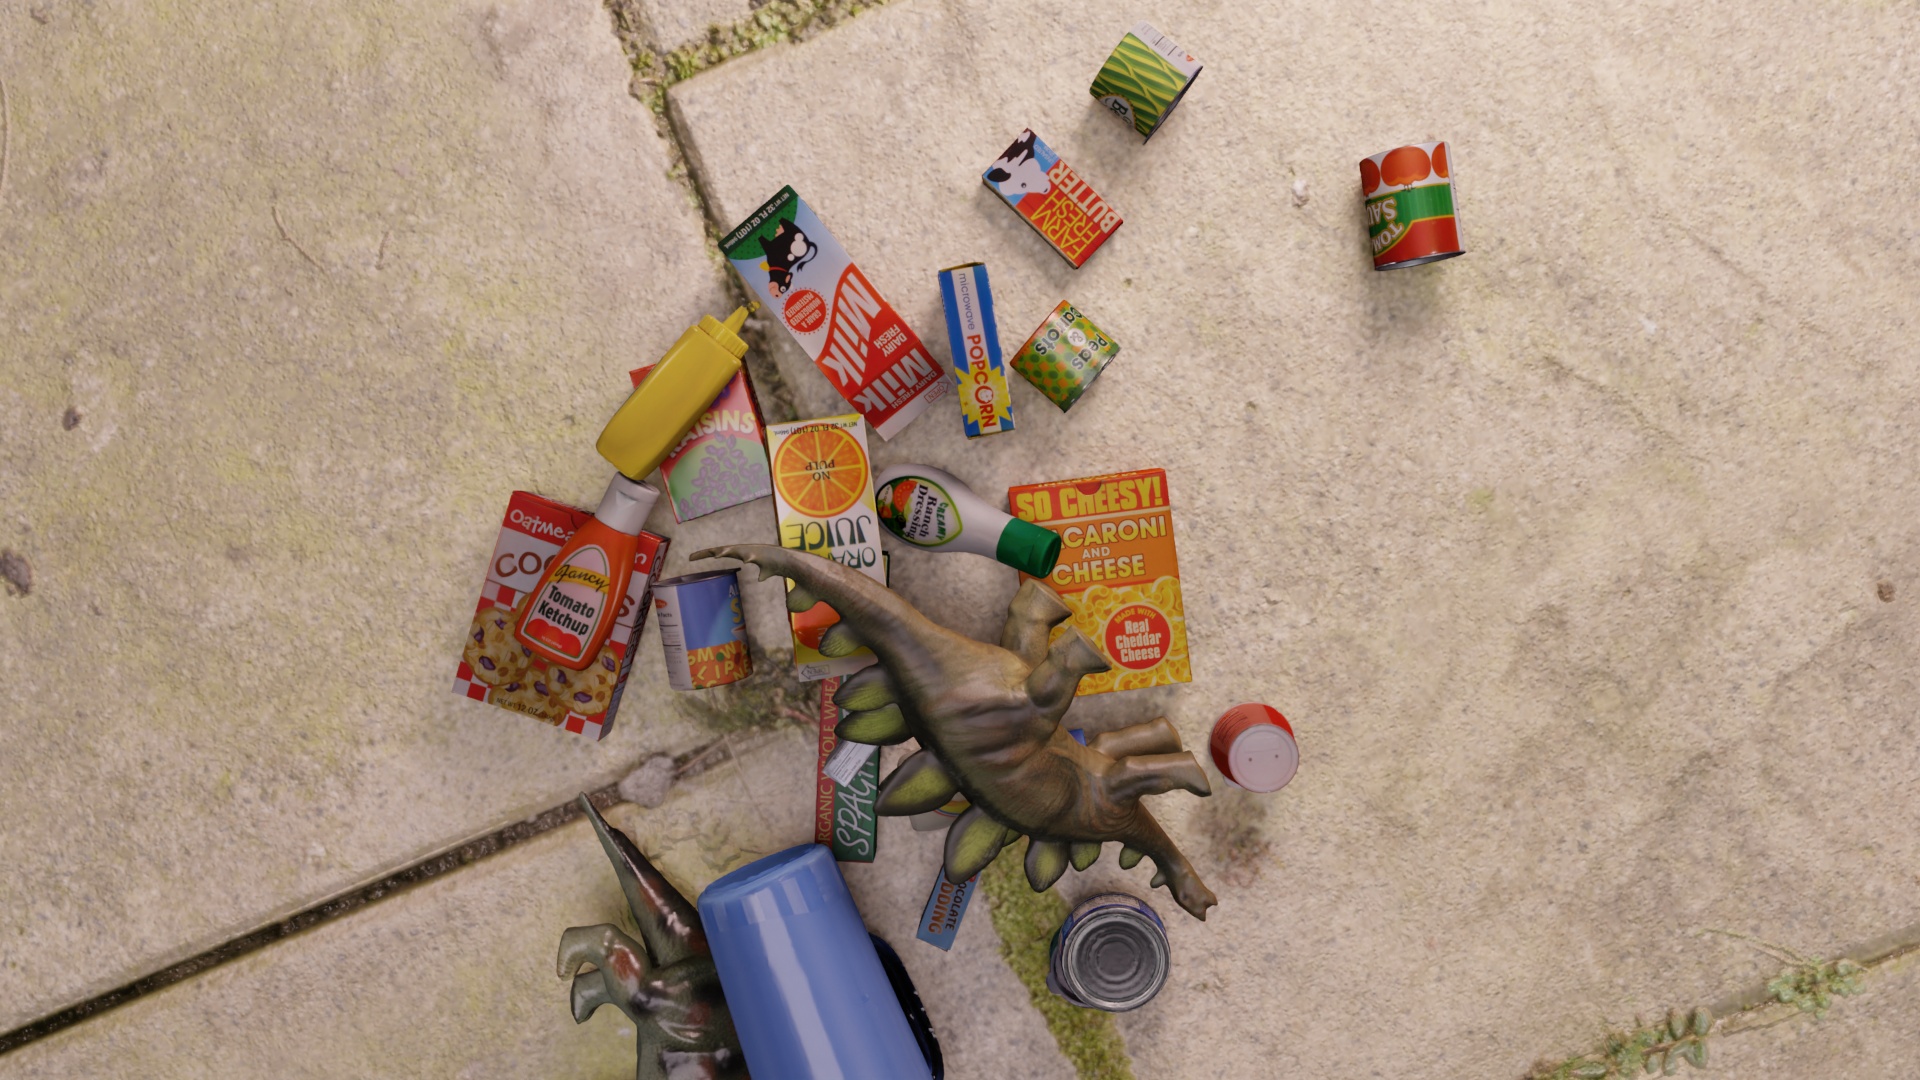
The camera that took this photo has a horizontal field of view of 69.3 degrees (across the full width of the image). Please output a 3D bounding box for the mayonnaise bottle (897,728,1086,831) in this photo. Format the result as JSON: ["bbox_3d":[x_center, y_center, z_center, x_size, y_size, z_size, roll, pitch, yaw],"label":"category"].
[{"bbox_3d":[0.028,0.182,1.092,0.148,0.041,0.064,-14,94,2],"label":"mayonnaise bottle"}]

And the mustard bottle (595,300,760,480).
[{"bbox_3d":[-0.203,-0.118,1.028,0.049,0.065,0.160,40,90,-6],"label":"mustard bottle"}]

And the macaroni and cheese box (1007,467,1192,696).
[{"bbox_3d":[0.108,0.034,1.079,0.124,0.040,0.166,-8,94,2],"label":"macaroni and cheese box"}]

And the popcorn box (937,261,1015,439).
[{"bbox_3d":[0.013,-0.141,1.046,0.038,0.085,0.126,-10,94,2],"label":"popcorn box"}]

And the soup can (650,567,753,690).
[{"bbox_3d":[-0.197,0.068,1.080,0.071,0.071,0.083,-9,95,3],"label":"soup can"}]

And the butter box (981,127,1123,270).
[{"bbox_3d":[0.071,-0.261,1.066,0.103,0.024,0.053,43,95,-1],"label":"butter box"}]

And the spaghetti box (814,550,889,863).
[{"bbox_3d":[-0.086,0.132,1.098,0.050,0.029,0.249,3,94,0],"label":"spaghetti box"}]

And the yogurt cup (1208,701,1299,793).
[{"bbox_3d":[0.230,0.163,1.078,0.072,0.054,0.072,0,94,1],"label":"yogurt cup"}]

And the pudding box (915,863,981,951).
[{"bbox_3d":[-0.006,0.275,1.096,0.030,0.050,0.083,21,95,2],"label":"pudding box"}]

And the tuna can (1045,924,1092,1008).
[{"bbox_3d":[0.101,0.335,1.106,0.071,0.033,0.071,0,94,2],"label":"tuna can"}]

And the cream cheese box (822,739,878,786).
[{"bbox_3d":[-0.064,0.136,1.056,0.024,0.053,0.104,37,91,-4],"label":"cream cheese box"}]

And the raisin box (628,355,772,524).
[{"bbox_3d":[-0.196,-0.084,1.080,0.086,0.040,0.123,-17,93,4],"label":"raisin box"}]

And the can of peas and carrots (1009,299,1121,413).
[{"bbox_3d":[0.080,-0.140,1.052,0.059,0.071,0.071,41,95,-1],"label":"can of peas and carrots"}]

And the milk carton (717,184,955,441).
[{"bbox_3d":[-0.091,-0.169,1.053,0.072,0.073,0.190,-39,93,4],"label":"milk carton"}]

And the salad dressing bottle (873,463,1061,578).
[{"bbox_3d":[0.004,-0.013,1.052,0.148,0.044,0.064,21,107,21],"label":"salad dressing bottle"}]

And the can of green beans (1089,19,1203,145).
[{"bbox_3d":[0.138,-0.344,1.037,0.058,0.071,0.071,38,95,-1],"label":"can of green beans"}]

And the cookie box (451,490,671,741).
[{"bbox_3d":[-0.314,0.058,1.094,0.123,0.040,0.167,18,94,0],"label":"cookie box"}]

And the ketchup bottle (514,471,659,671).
[{"bbox_3d":[-0.276,0.021,1.047,0.065,0.043,0.148,28,95,-2],"label":"ketchup bottle"}]

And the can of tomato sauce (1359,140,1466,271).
[{"bbox_3d":[0.335,-0.249,1.038,0.071,0.071,0.083,-10,93,3],"label":"can of tomato sauce"}]

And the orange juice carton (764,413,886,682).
[{"bbox_3d":[-0.098,0.006,1.034,0.072,0.073,0.192,-8,92,-9],"label":"orange juice carton"}]
